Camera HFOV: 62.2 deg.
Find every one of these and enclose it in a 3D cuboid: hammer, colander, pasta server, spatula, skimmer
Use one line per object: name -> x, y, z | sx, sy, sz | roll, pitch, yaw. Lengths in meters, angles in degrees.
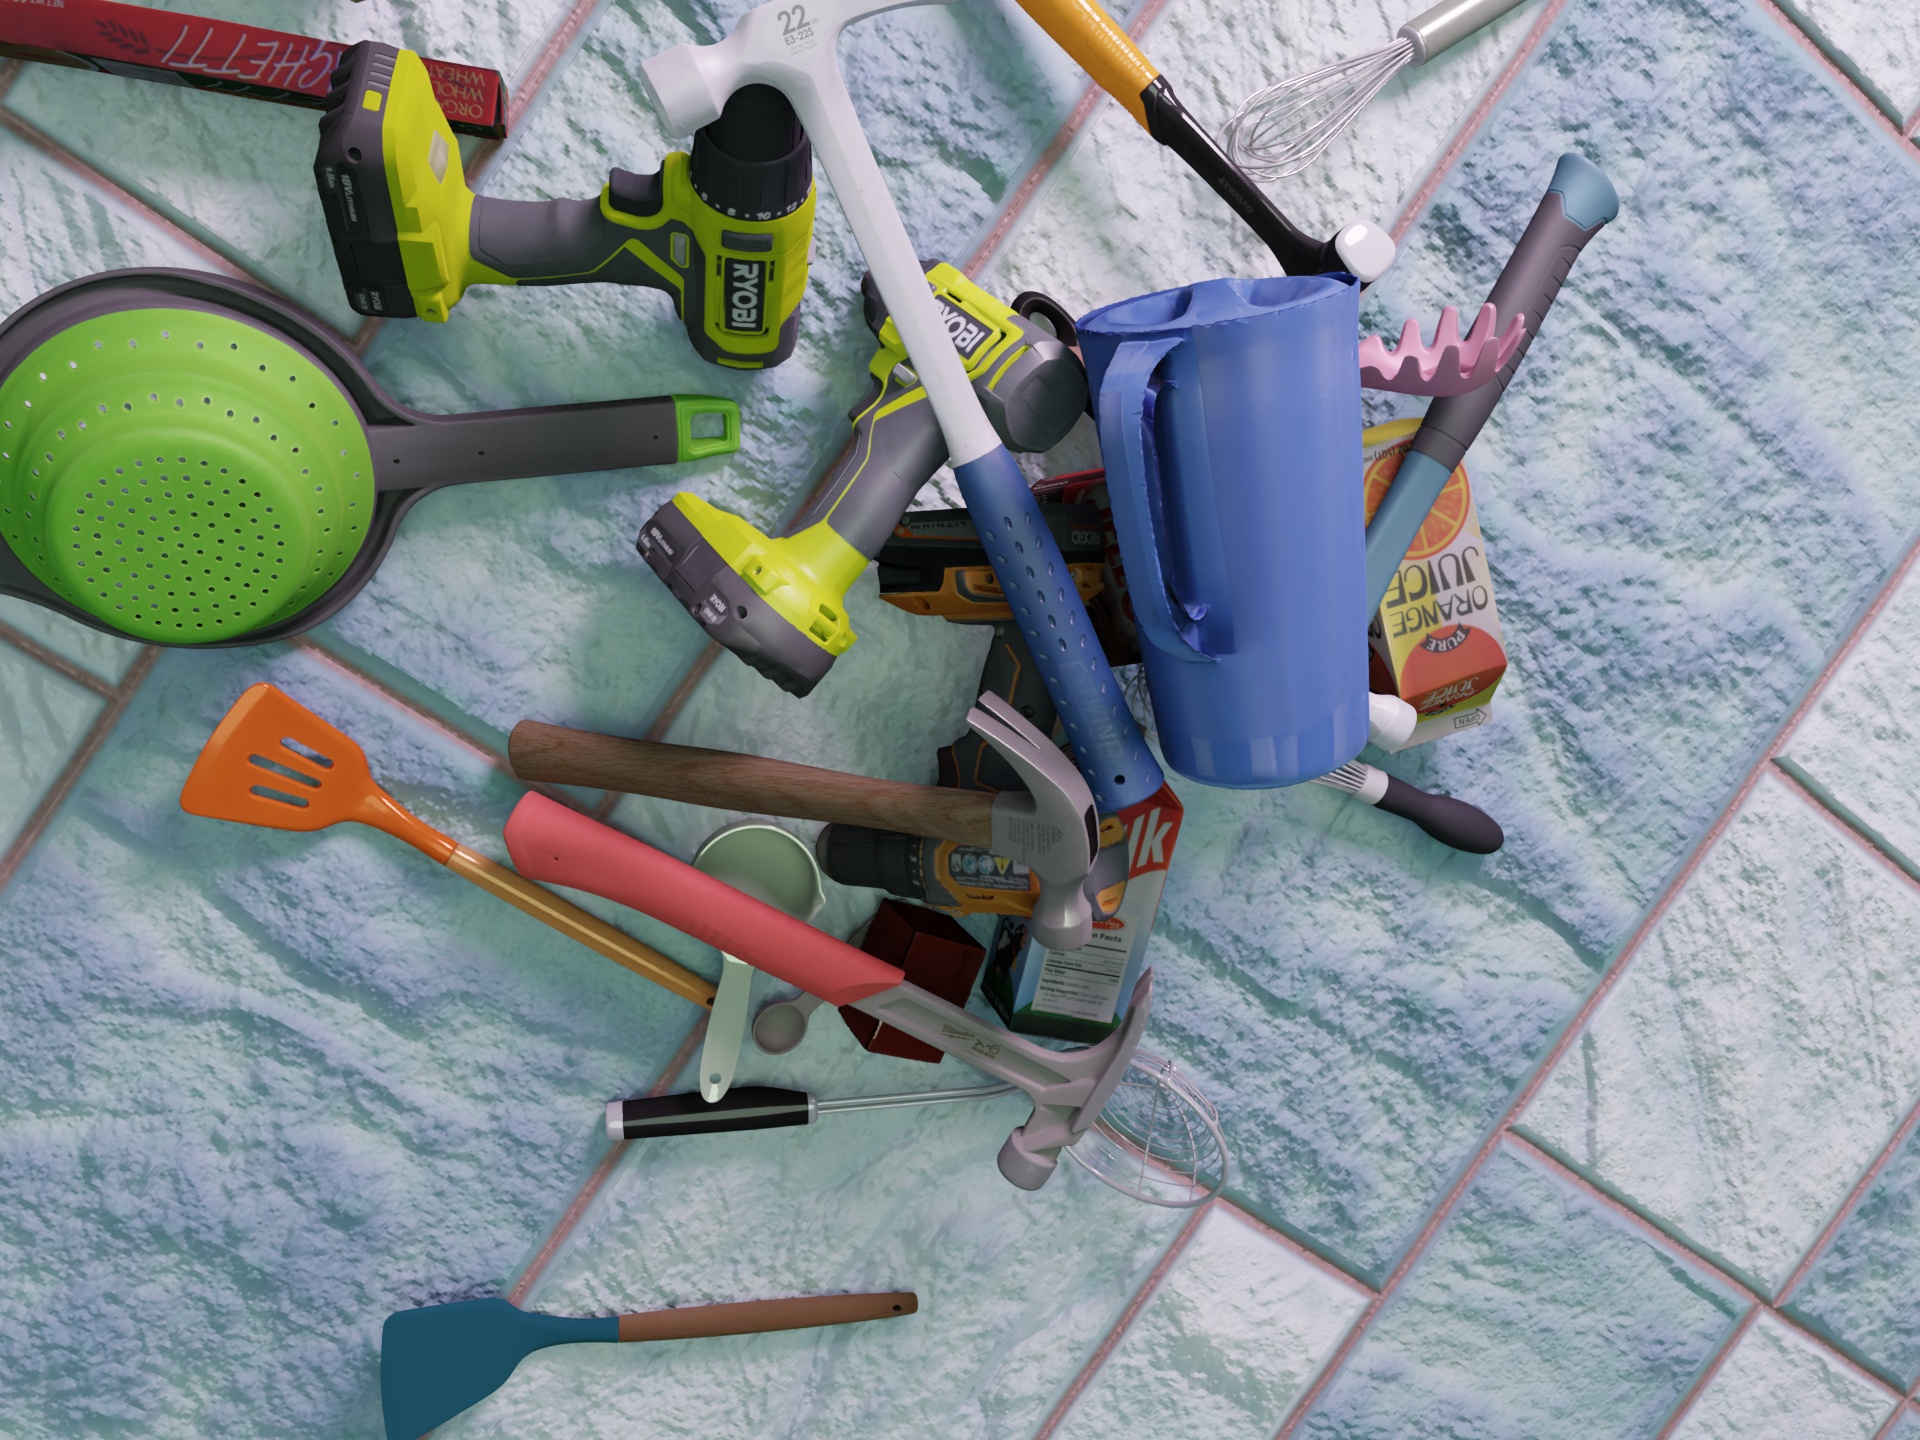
hammer -> 0.268, -0.155, 0.881 | 0.128, 0.033, 0.331 | 27, 94, -14
colander -> -0.297, -0.116, 0.790 | 0.397, 0.095, 0.204 | -9, 125, -18
hammer -> 0.009, -0.136, 0.742 | 0.144, 0.035, 0.405 | -26, 111, 0
hammer -> -0.078, 0.124, 0.872 | 0.359, 0.037, 0.149 | 27, 111, -2
hammer -> -0.090, 0.035, 0.836 | 0.331, 0.031, 0.130 | 8, 120, 17
pasta server -> 0.136, -0.199, 0.859 | 0.316, 0.060, 0.040 | 4, 124, 14
spatula -> -0.264, 0.090, 0.889 | 0.322, 0.041, 0.081 | 33, 92, -17
skimmer -> -0.026, 0.250, 0.944 | 0.363, 0.090, 0.127 | -2, 133, -9
spatula -> -0.180, 0.372, 0.960 | 0.317, 0.044, 0.082 | -1, 97, -13
hammer -> 0.090, -0.345, 0.862 | 0.337, 0.127, 0.034 | 45, 78, -6

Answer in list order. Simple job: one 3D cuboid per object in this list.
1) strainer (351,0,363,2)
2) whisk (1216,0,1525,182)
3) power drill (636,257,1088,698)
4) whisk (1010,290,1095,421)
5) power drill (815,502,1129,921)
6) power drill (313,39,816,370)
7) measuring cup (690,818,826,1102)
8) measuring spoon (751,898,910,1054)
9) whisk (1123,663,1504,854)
strainer -> -0.364, -0.458, 0.748 | 0.256, 0.069, 0.151 | 22, 98, -14
whisk -> 0.250, -0.381, 0.908 | 0.246, 0.059, 0.057 | -33, 142, -8
power drill -> -0.058, -0.138, 0.836 | 0.223, 0.171, 0.080 | -48, 139, 3
whisk -> 0.130, -0.132, 0.924 | 0.073, 0.073, 0.295 | -42, 100, -2
power drill -> -0.001, -0.003, 0.886 | 0.185, 0.084, 0.226 | 0, 95, 29
power drill -> -0.183, -0.258, 0.773 | 0.228, 0.190, 0.080 | 3, 62, -8
measuring cup -> -0.130, 0.138, 0.926 | 0.083, 0.038, 0.167 | 11, 97, -12
measuring spoon -> -0.078, 0.150, 0.956 | 0.124, 0.018, 0.034 | -44, 120, -8
whisk -> 0.223, 0.028, 0.976 | 0.284, 0.070, 0.070 | 23, 95, -20
